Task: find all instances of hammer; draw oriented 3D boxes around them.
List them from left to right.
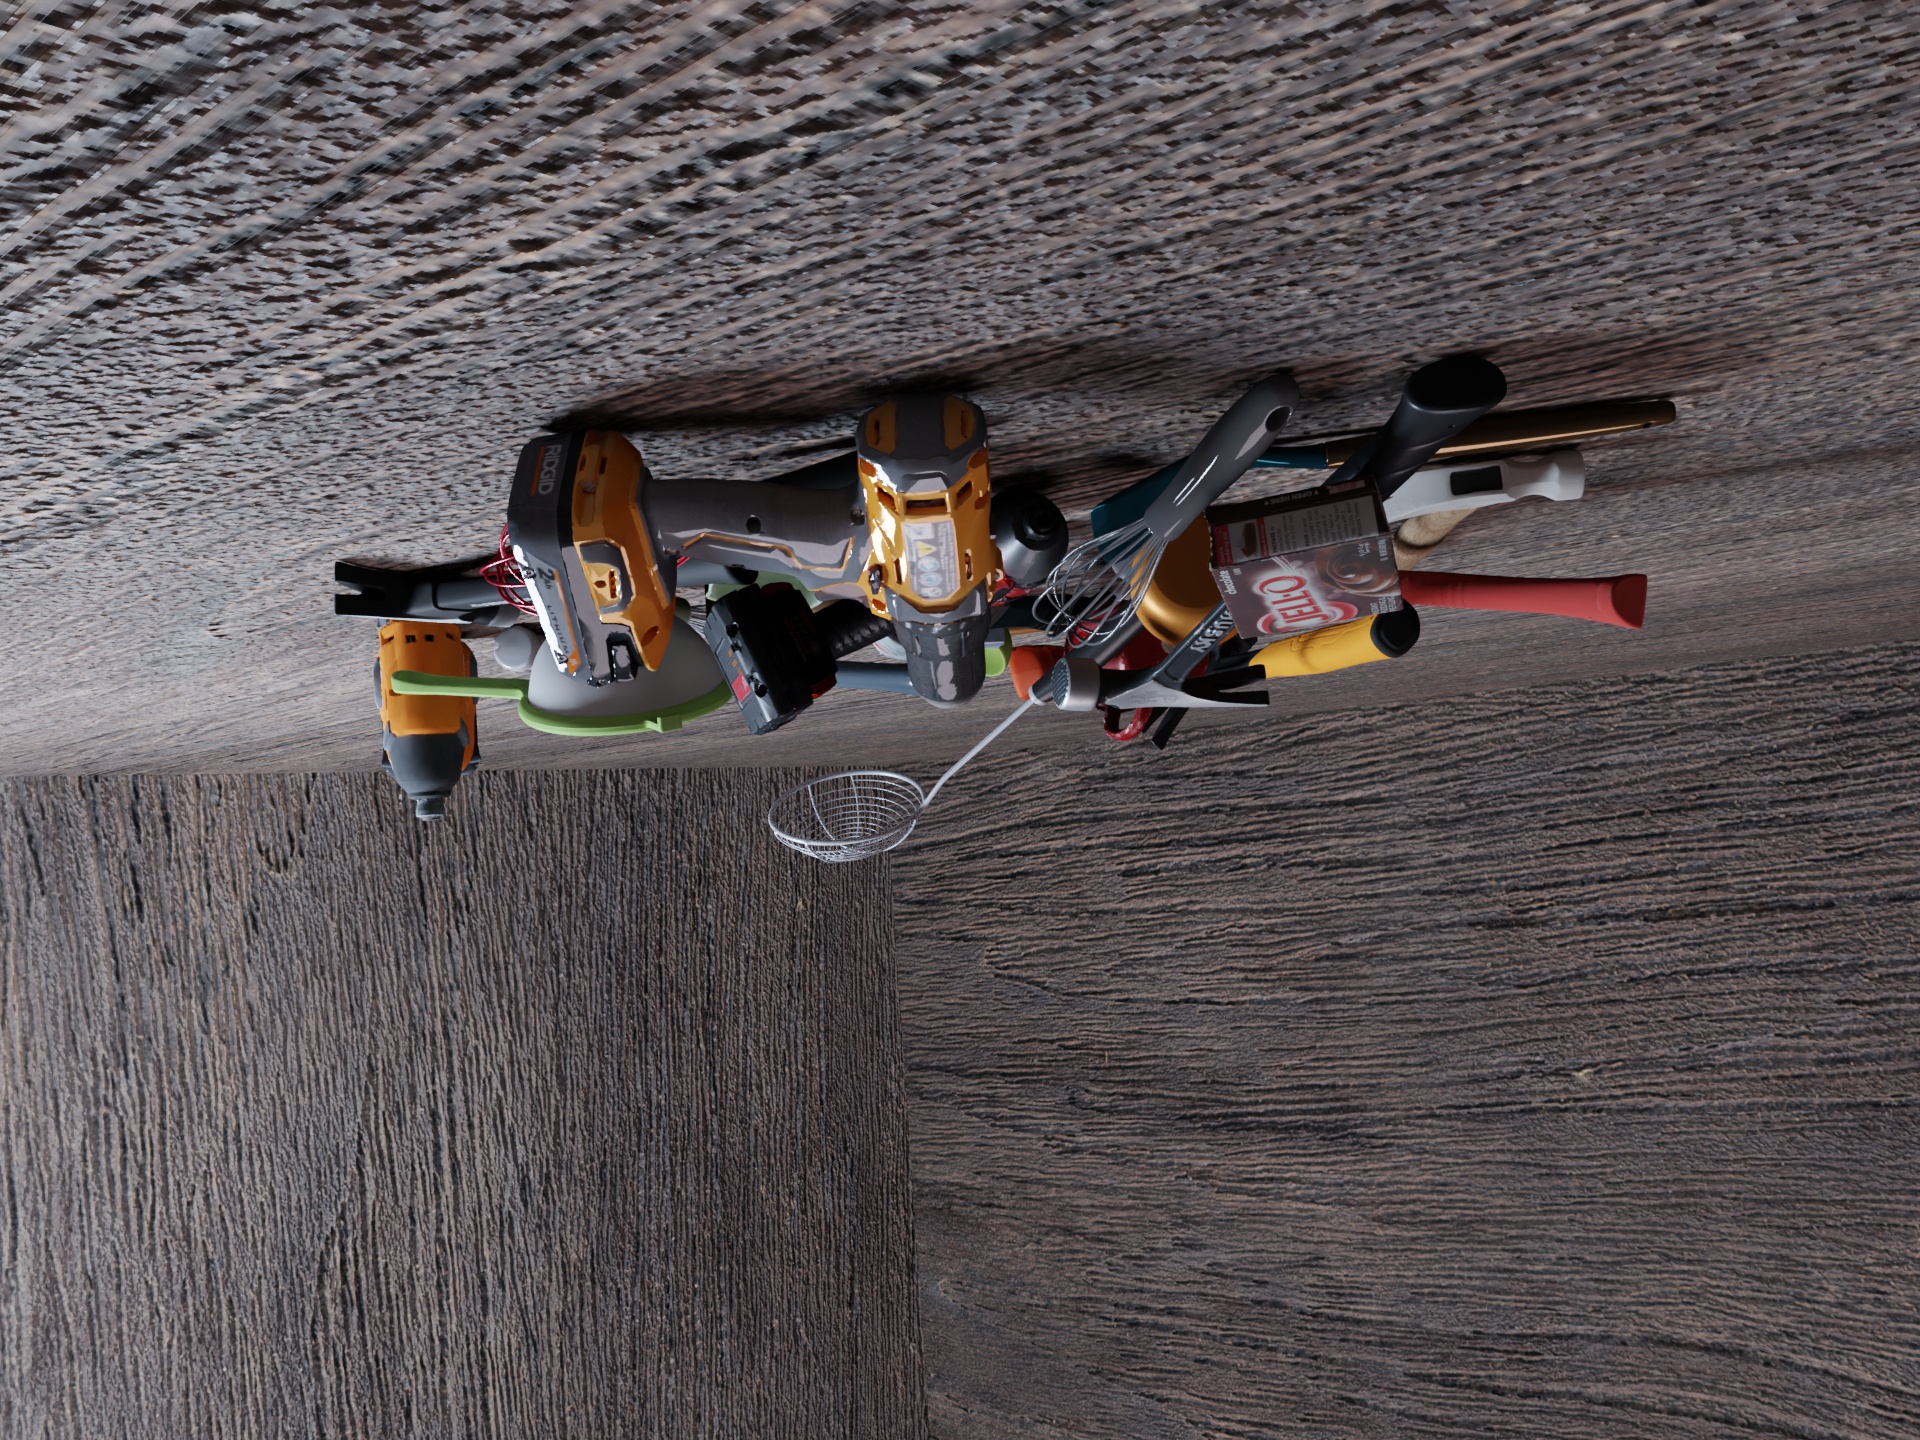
[{"bbox_3d":[-0.255,-0.088,1.001,0.335,0.035,0.146,-2,178,39],"label":"hammer"},{"bbox_3d":[-0.195,-0.045,1.386,0.386,0.038,0.143,4,177,7],"label":"hammer"},{"bbox_3d":[0.064,-0.086,1.248,0.128,0.033,0.331,-45,167,18],"label":"hammer"},{"bbox_3d":[0.231,-0.041,1.162,0.127,0.034,0.337,-47,-172,-12],"label":"hammer"},{"bbox_3d":[0.188,-0.088,0.927,0.149,0.036,0.408,2,159,-16],"label":"hammer"},{"bbox_3d":[0.297,-0.096,1.141,0.359,0.037,0.149,7,180,26],"label":"hammer"},{"bbox_3d":[0.326,-0.134,1.121,0.130,0.031,0.331,-5,176,5],"label":"hammer"}]

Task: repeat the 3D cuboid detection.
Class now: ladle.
[{"bbox_3d":[-0.078,-0.078,1.319,0.320,0.062,0.078,4,-179,-44],"label":"ladle"}]

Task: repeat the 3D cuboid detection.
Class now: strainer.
[{"bbox_3d":[-0.284,-0.046,1.111,0.256,0.069,0.151,2,-160,13],"label":"strainer"}]

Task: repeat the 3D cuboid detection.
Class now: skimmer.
[{"bbox_3d":[-0.002,-0.004,1.229,0.363,0.090,0.127,-41,-171,27],"label":"skimmer"}]

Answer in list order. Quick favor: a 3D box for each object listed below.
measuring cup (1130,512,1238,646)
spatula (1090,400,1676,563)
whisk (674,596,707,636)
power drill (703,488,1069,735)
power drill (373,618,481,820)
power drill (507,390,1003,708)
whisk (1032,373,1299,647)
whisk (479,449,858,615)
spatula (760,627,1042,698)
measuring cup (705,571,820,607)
[{"bbox_3d":[0.200,-0.102,1.071,0.173,0.095,0.052,-7,166,8],"label":"measuring cup"},{"bbox_3d":[0.231,-0.140,0.885,0.317,0.044,0.082,-6,161,11],"label":"spatula"},{"bbox_3d":[-0.211,-0.081,1.229,0.058,0.059,0.246,27,-169,36],"label":"whisk"},{"bbox_3d":[-0.037,-0.074,0.958,0.219,0.078,0.143,-26,-179,-14],"label":"power drill"},{"bbox_3d":[-0.431,-0.001,1.284,0.084,0.164,0.226,-3,177,-17],"label":"power drill"},{"bbox_3d":[-0.091,-0.071,0.799,0.226,0.084,0.185,-4,139,2],"label":"power drill"},{"bbox_3d":[0.105,-0.107,0.845,0.055,0.055,0.239,-2,154,-28],"label":"whisk"},{"bbox_3d":[-0.131,-0.111,0.857,0.296,0.073,0.073,-12,173,18],"label":"whisk"},{"bbox_3d":[-0.035,-0.073,1.468,0.322,0.081,0.041,-7,139,-18],"label":"spatula"},{"bbox_3d":[-0.131,-0.115,0.990,0.083,0.038,0.167,-4,159,8],"label":"measuring cup"}]
